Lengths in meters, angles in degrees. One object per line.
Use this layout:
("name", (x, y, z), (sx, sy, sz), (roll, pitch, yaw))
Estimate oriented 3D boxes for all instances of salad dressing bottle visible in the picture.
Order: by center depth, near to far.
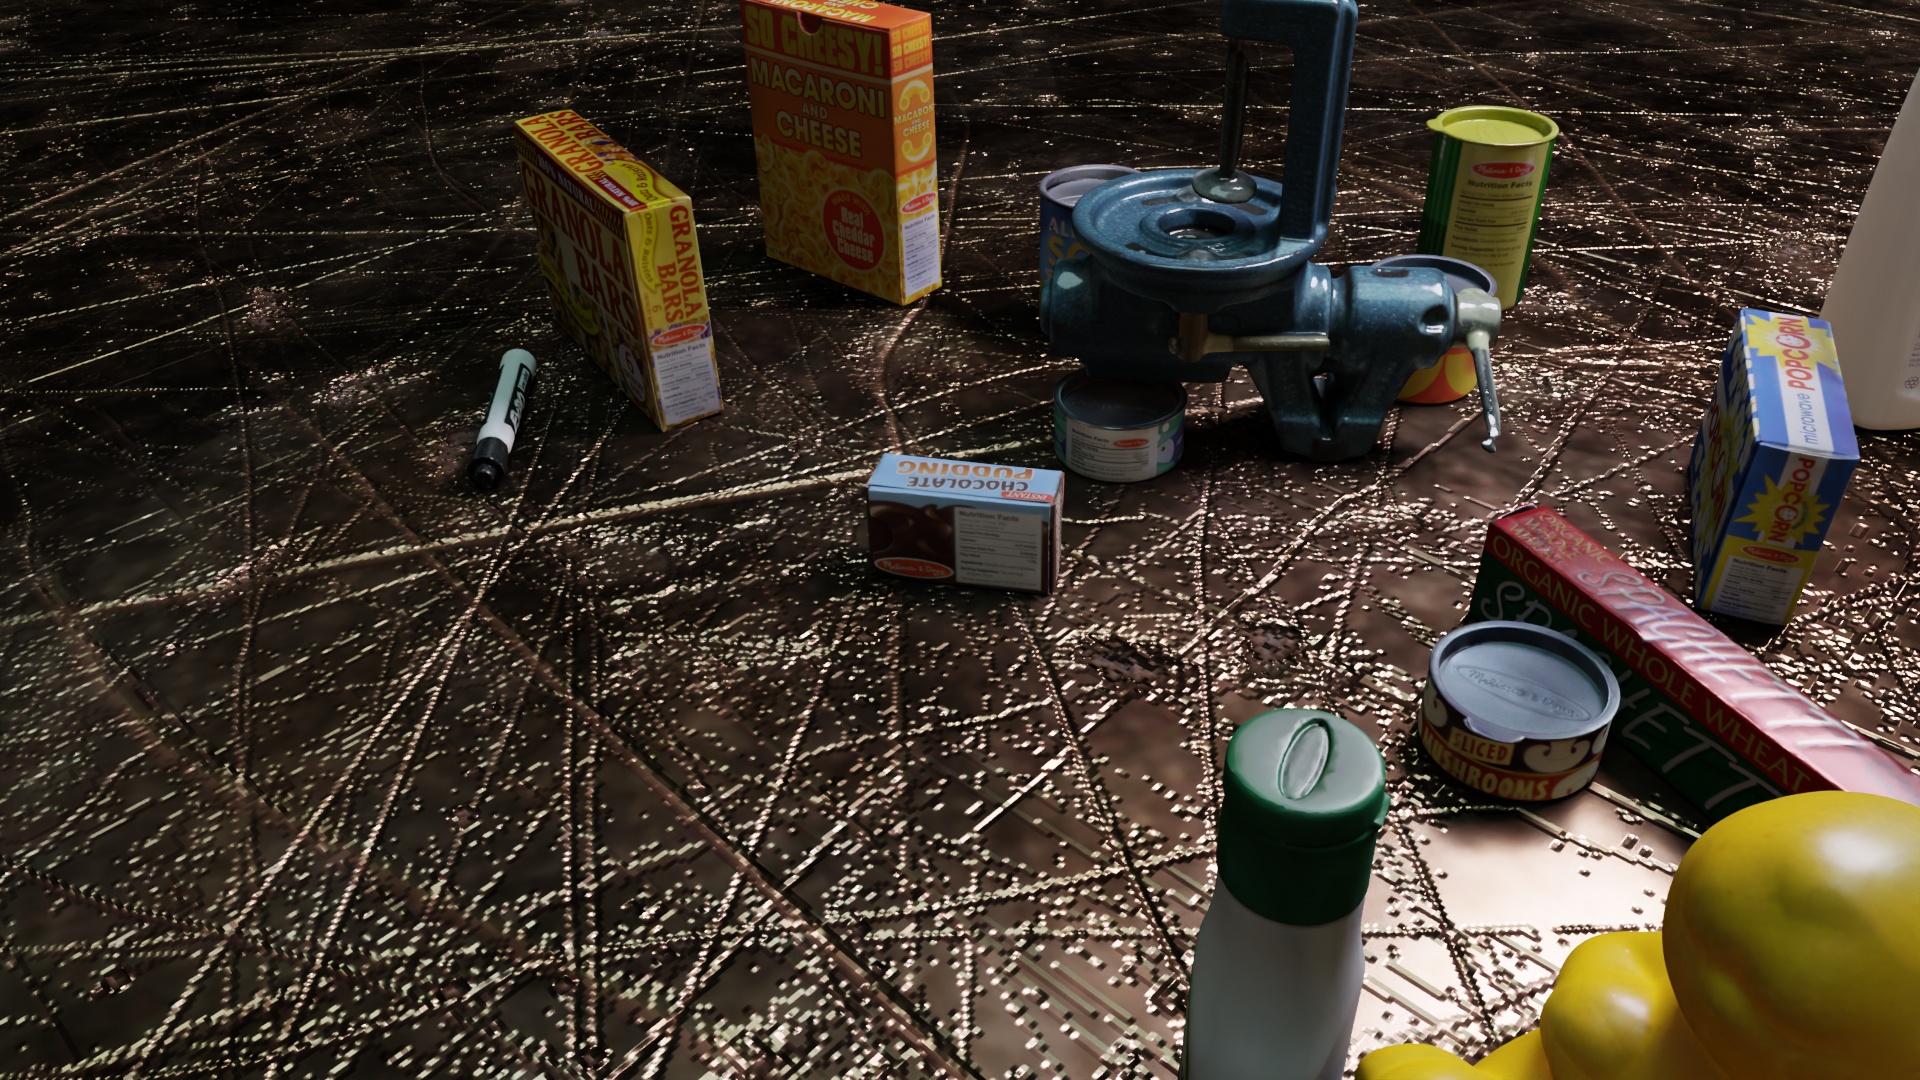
("salad dressing bottle", (0.082, 0.109, 0.359), (0.044, 0.146, 0.064), (15, 38, 22))

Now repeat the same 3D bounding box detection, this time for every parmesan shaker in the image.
("parmesan shaker", (0.301, -0.193, 0.813), (0.071, 0.102, 0.072), (-1, 35, 1))

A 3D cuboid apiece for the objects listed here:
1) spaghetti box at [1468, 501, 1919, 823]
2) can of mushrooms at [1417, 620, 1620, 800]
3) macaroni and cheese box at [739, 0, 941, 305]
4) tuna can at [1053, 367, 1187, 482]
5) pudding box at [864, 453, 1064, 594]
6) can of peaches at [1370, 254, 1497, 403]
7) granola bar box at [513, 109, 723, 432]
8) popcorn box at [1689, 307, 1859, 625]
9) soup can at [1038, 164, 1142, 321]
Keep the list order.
("spaghetti box", (0.273, 0.071, 0.487), (0.029, 0.050, 0.251), (-15, 37, -17))
("can of mushrooms", (0.205, 0.064, 0.515), (0.071, 0.033, 0.071), (-1, 35, 1))
("macaroni and cheese box", (-0.071, -0.239, 0.840), (0.124, 0.165, 0.040), (25, 43, 33))
("tuna can", (0.080, -0.061, 0.697), (0.071, 0.032, 0.071), (-1, 35, 1))
("pudding box", (0.002, -0.008, 0.611), (0.084, 0.049, 0.030), (6, 36, 11))
("can of peaches", (0.244, -0.112, 0.739), (0.071, 0.057, 0.071), (-1, 35, 1))
("granola bar box", (-0.189, -0.150, 0.757), (0.039, 0.123, 0.166), (-22, 40, -26))
("popcorn box", (0.348, -0.035, 0.602), (0.038, 0.084, 0.127), (12, 38, 19))
("soup can", (0.078, -0.163, 0.798), (0.071, 0.083, 0.072), (-1, 35, 1))
